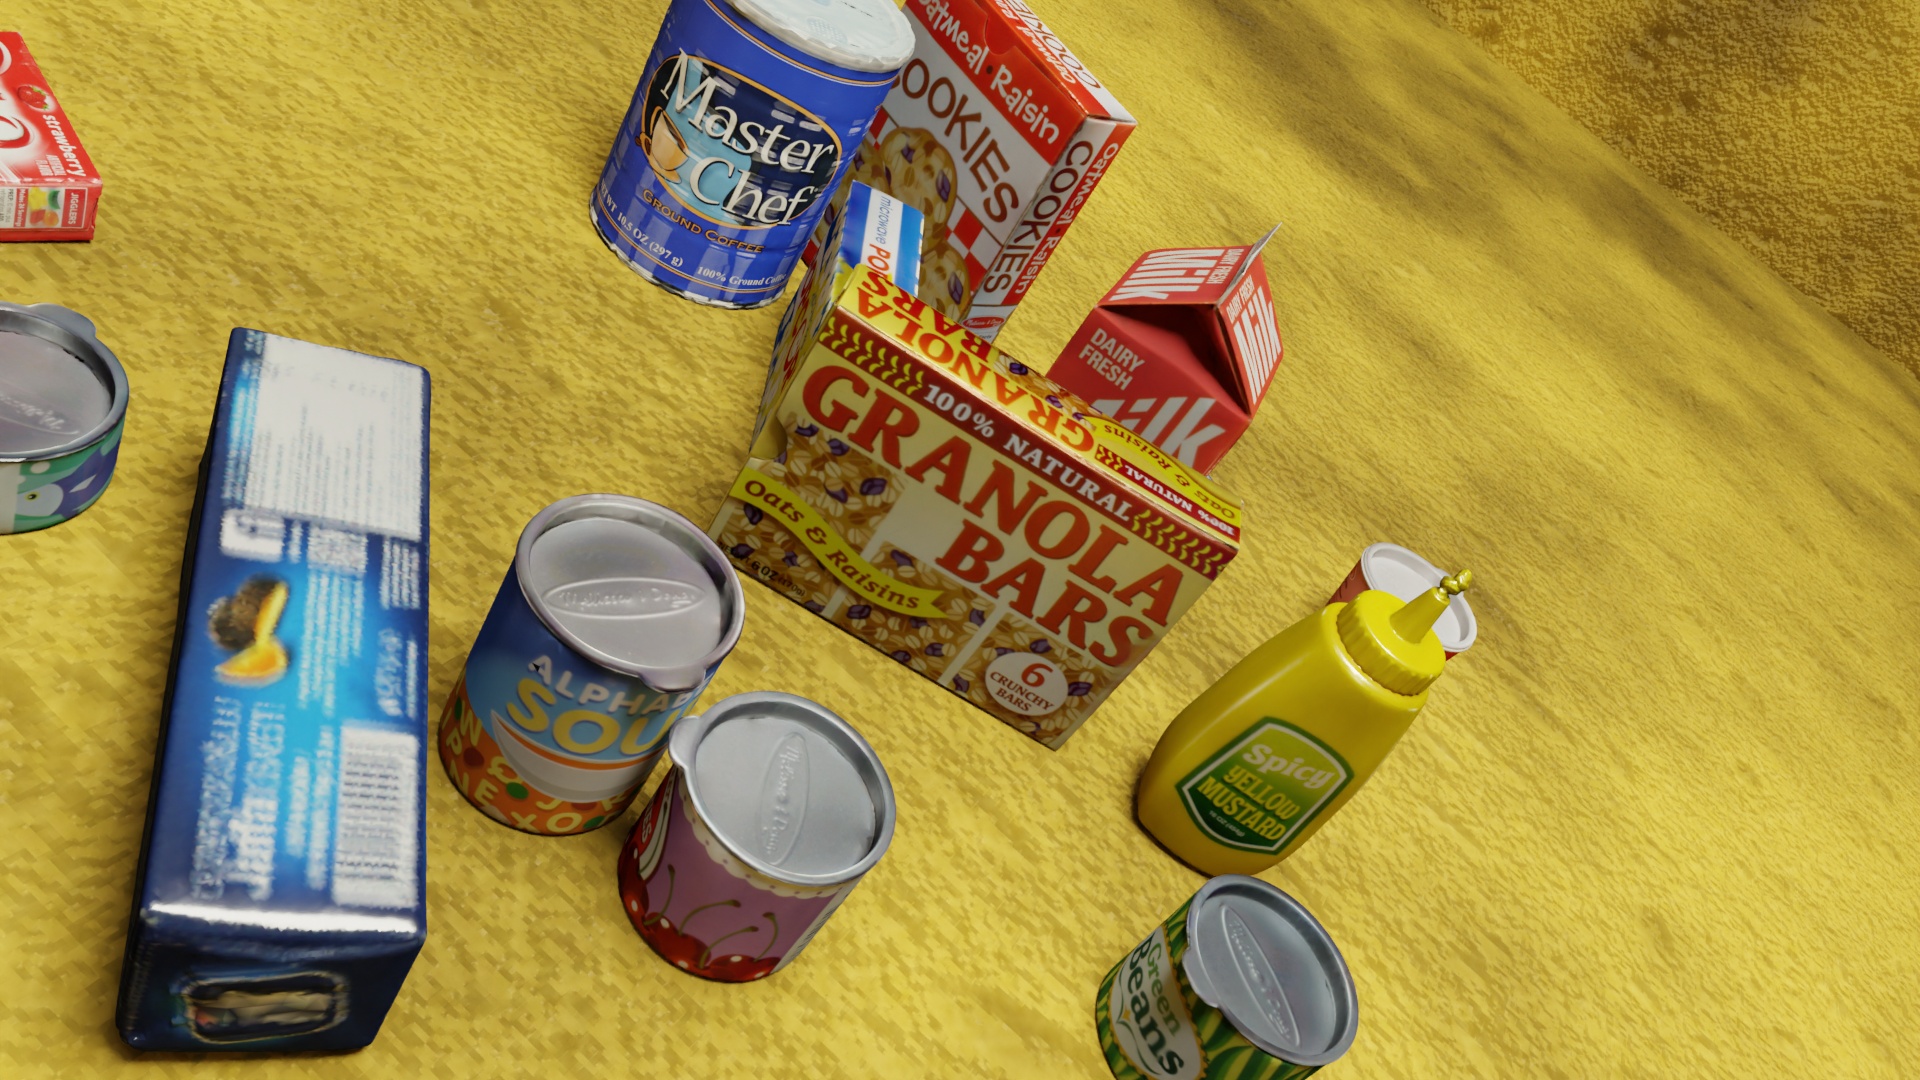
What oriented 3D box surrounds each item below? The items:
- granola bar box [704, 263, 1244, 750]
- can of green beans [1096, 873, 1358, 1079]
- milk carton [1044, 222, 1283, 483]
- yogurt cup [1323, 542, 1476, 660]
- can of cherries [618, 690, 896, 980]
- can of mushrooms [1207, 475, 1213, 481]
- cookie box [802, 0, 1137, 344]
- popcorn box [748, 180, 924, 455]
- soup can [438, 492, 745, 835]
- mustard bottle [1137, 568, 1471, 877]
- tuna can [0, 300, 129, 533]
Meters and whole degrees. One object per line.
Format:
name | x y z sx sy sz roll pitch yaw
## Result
granola bar box | 0.002 -0.007 0.519 0.165 0.123 0.039 31 36 -7
can of green beans | 0.087 0.155 0.462 0.071 0.057 0.071 22 38 -18
milk carton | 0.063 -0.044 0.554 0.073 0.189 0.073 37 35 1
yogurt cup | 0.213 0.043 0.695 0.072 0.053 0.073 22 38 -18
can of cherries | -0.064 0.087 0.415 0.071 0.058 0.072 22 38 -18
can of mushrooms | 0.093 -0.023 0.690 0.071 0.033 0.071 22 38 -18
cookie box | -0.007 -0.170 0.661 0.040 0.166 0.123 -10 56 -46
popcorn box | -0.052 -0.087 0.600 0.038 0.084 0.127 23 37 -17
soup can | -0.109 0.040 0.409 0.071 0.083 0.072 22 38 -18
mustard bottle | 0.130 0.063 0.513 0.065 0.159 0.049 33 35 -4
tuna can | -0.279 -0.038 0.402 0.071 0.032 0.071 22 38 -18
